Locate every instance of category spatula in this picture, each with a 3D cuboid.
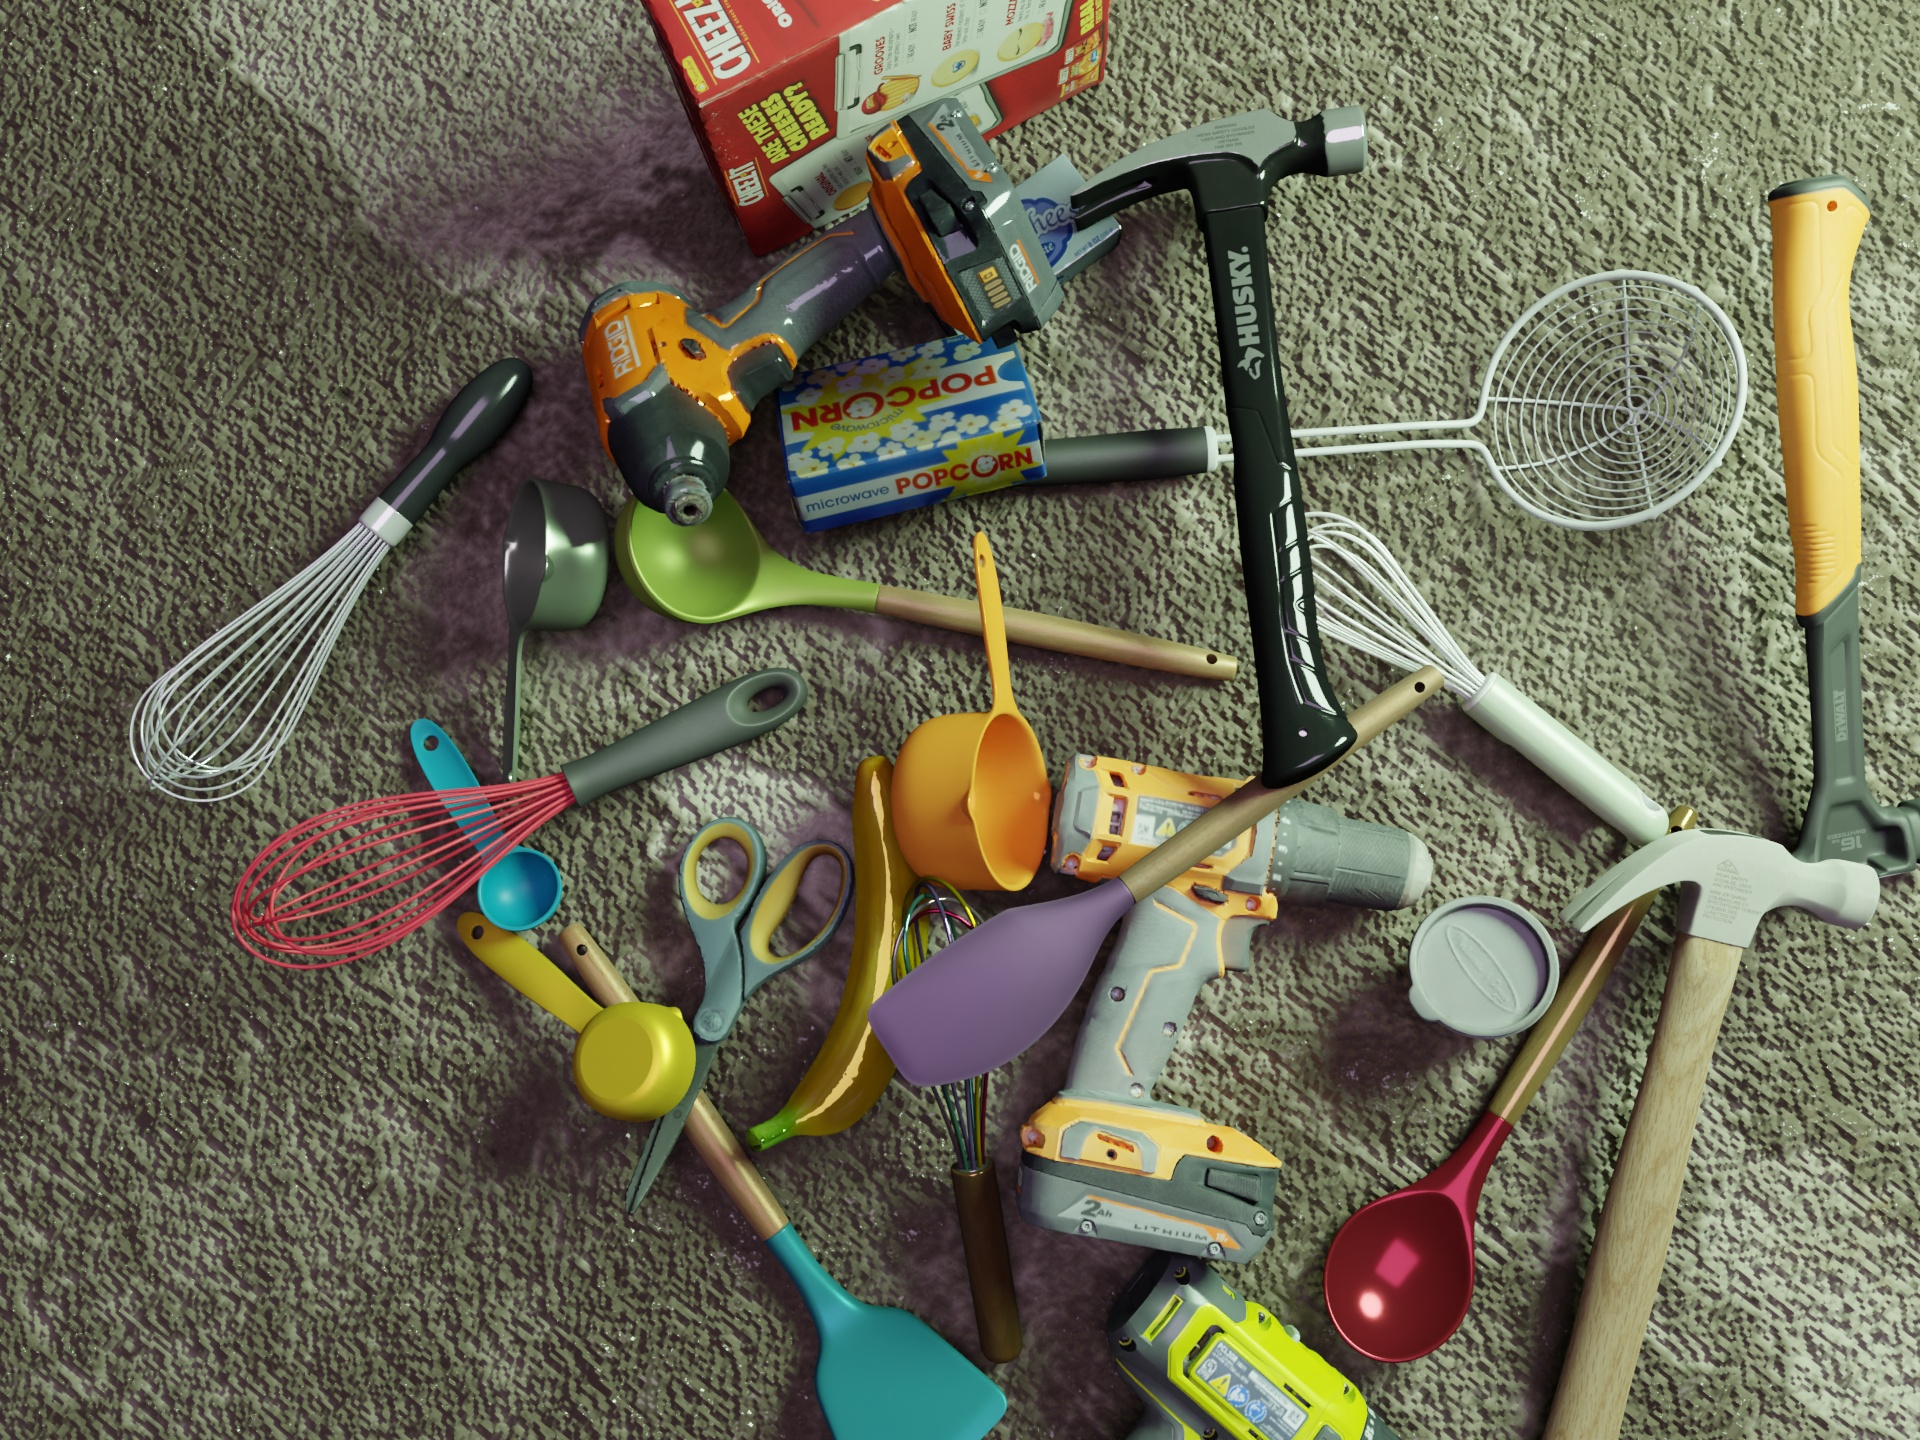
[{"bbox_3d":[-0.103,0.229,0.780,0.082,0.044,0.317,-35,83,-14],"label":"spatula"},{"bbox_3d":[0.099,0.066,0.739,0.316,0.018,0.060,-34,89,-8],"label":"spatula"}]

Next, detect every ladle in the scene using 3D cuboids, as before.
[{"bbox_3d":[0.279,0.174,0.787,0.069,0.031,0.315,33,84,15],"label":"ladle"},{"bbox_3d":[-0.015,-0.061,0.801,0.320,0.062,0.078,11,68,-1],"label":"ladle"}]

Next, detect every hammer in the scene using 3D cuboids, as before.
[{"bbox_3d":[0.138,-0.133,0.760,0.146,0.035,0.335,-6,77,9],"label":"hammer"},{"bbox_3d":[0.325,0.213,0.756,0.130,0.031,0.331,13,94,2],"label":"hammer"},{"bbox_3d":[0.404,-0.083,0.757,0.127,0.034,0.337,-9,101,-6],"label":"hammer"}]

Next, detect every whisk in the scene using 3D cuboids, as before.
[{"bbox_3d":[0.253,-0.019,0.798,0.246,0.058,0.059,39,121,3],"label":"whisk"},{"bbox_3d":[0.004,0.193,0.761,0.047,0.051,0.245,-6,98,17],"label":"whisk"},{"bbox_3d":[-0.210,0.040,0.780,0.296,0.073,0.073,-24,85,-14],"label":"whisk"},{"bbox_3d":[-0.314,-0.076,0.811,0.070,0.070,0.284,38,81,4],"label":"whisk"}]

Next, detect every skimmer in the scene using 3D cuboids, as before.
[{"bbox_3d":[0.188,-0.147,0.786,0.363,0.090,0.127,-4,85,1],"label":"skimmer"}]

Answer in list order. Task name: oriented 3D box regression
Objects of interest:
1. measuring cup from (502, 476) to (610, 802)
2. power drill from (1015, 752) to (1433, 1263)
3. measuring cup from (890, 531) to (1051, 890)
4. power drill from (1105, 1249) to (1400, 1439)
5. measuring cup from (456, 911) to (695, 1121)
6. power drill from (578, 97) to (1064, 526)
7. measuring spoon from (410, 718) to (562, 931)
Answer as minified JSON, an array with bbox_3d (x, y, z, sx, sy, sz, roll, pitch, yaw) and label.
[{"bbox_3d":[-0.208,-0.038,0.806,0.038,0.083,0.167,1,105,-30],"label":"measuring cup"},{"bbox_3d":[0.124,0.138,0.769,0.185,0.084,0.226,9,80,2],"label":"power drill"},{"bbox_3d":[-0.001,-0.002,0.774,0.052,0.095,0.173,-6,89,26],"label":"measuring cup"},{"bbox_3d":[0.106,0.393,0.746,0.190,0.080,0.228,40,84,5],"label":"power drill"},{"bbox_3d":[-0.197,0.138,0.778,0.157,0.029,0.062,32,85,20],"label":"measuring cup"},{"bbox_3d":[-0.071,-0.185,0.754,0.226,0.084,0.164,-28,47,7],"label":"power drill"},{"bbox_3d":[-0.245,0.053,0.816,0.042,0.021,0.129,-33,76,-10],"label":"measuring spoon"}]
